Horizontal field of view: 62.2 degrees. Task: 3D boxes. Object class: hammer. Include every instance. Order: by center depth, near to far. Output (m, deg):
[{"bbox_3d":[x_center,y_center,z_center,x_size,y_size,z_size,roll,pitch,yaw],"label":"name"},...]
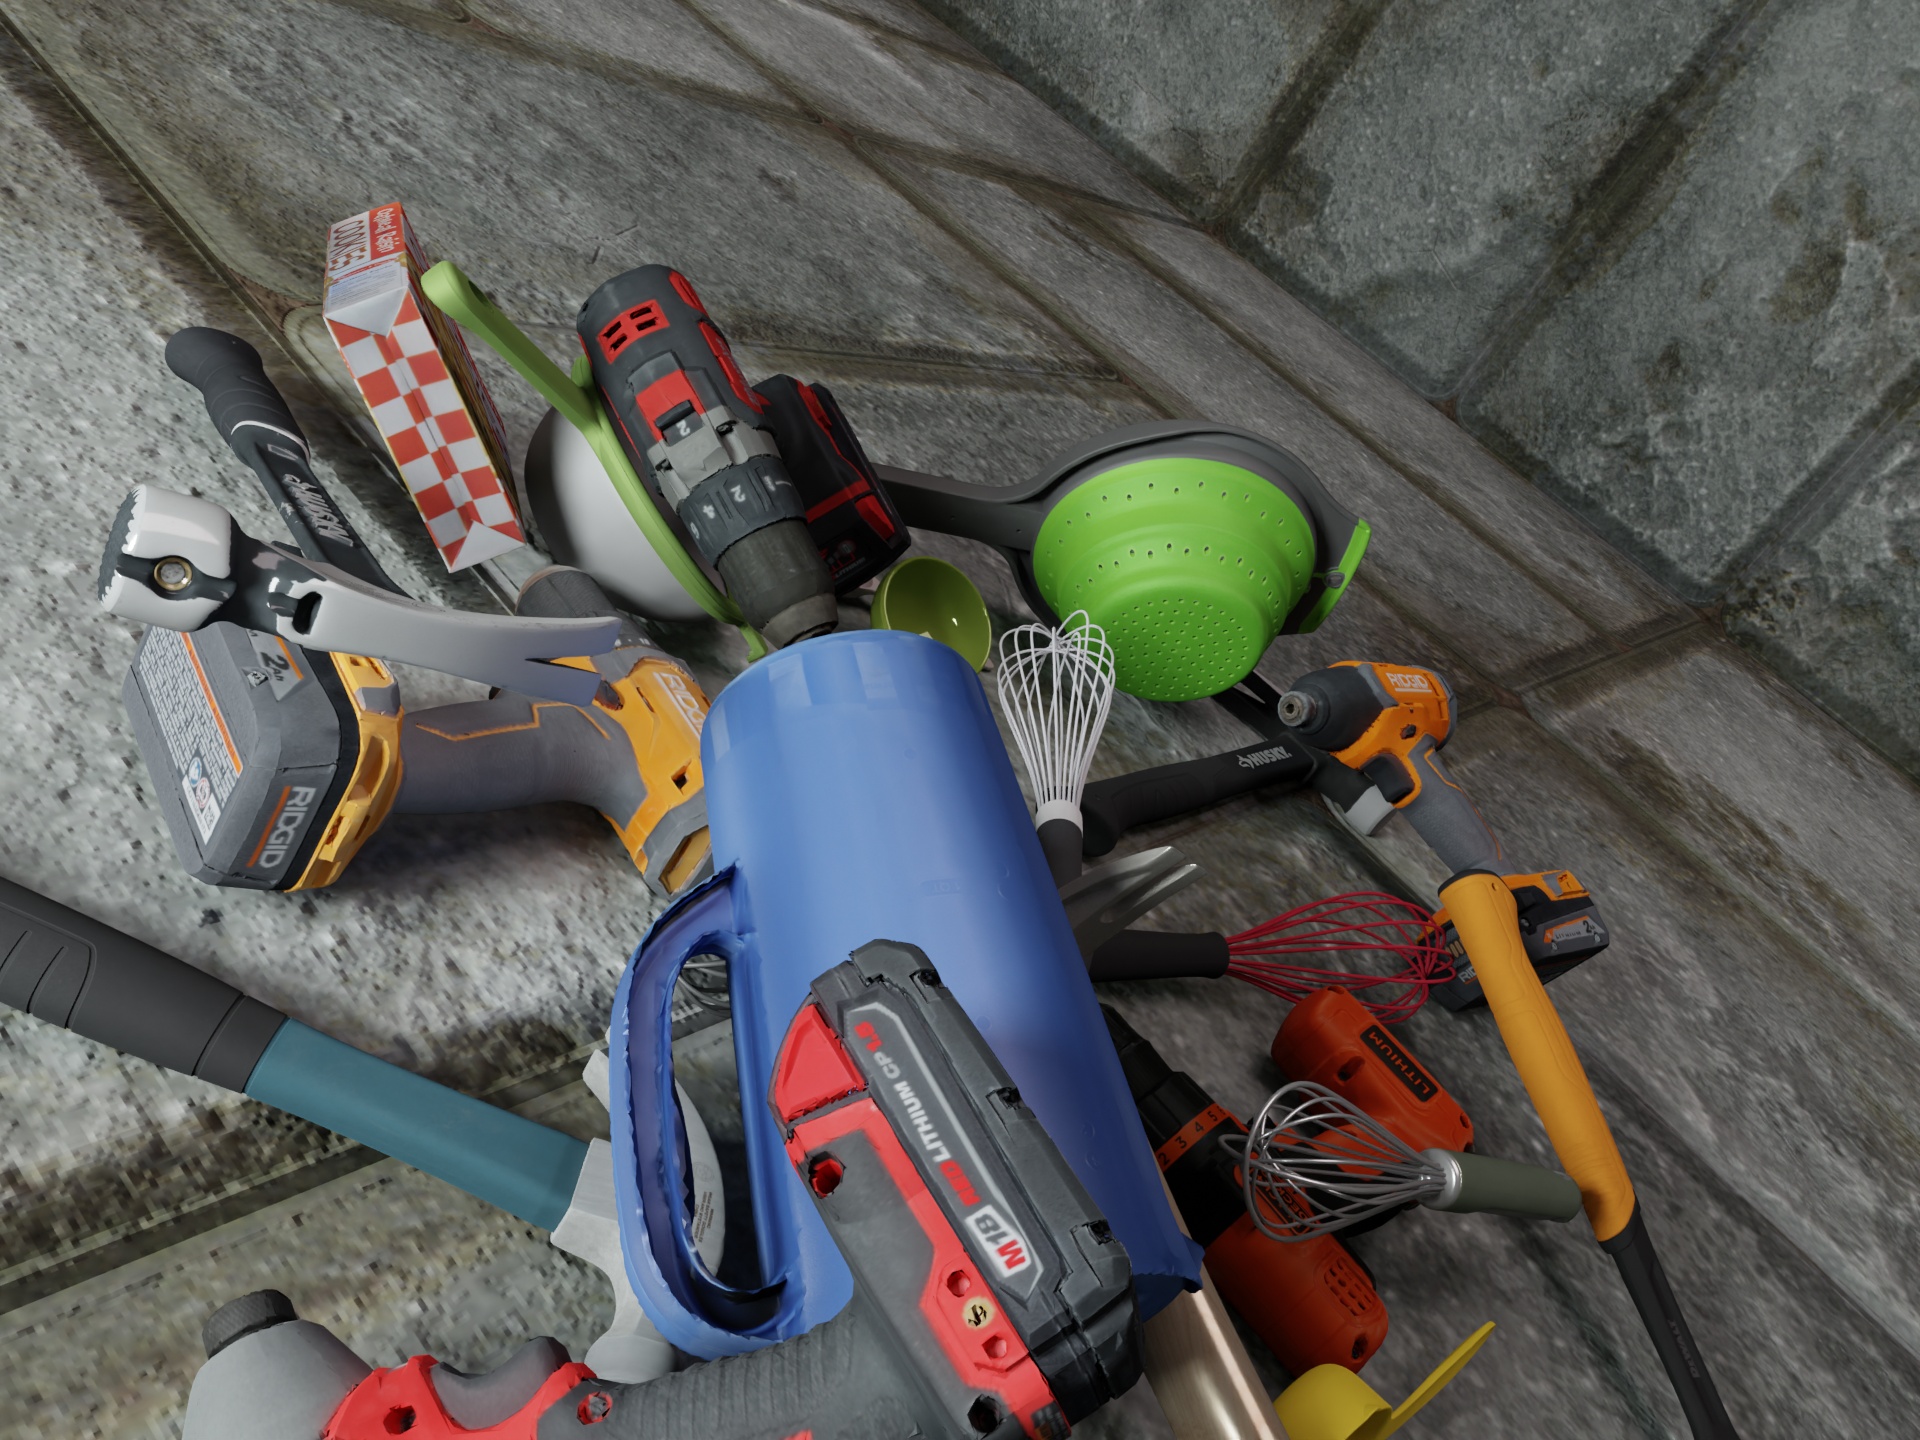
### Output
[{"bbox_3d":[-0.221,0.095,0.476,0.331,0.033,0.128,28,29,-11],"label":"hammer"},{"bbox_3d":[0.097,0.231,0.511,0.038,0.146,0.411,33,24,-49],"label":"hammer"},{"bbox_3d":[-0.255,-0.098,0.607,0.149,0.036,0.409,16,13,-36],"label":"hammer"},{"bbox_3d":[0.302,0.218,0.768,0.127,0.034,0.337,14,46,-33],"label":"hammer"},{"bbox_3d":[0.149,0.032,0.976,0.146,0.035,0.334,47,30,23],"label":"hammer"}]

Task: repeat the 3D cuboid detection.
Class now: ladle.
[{"bbox_3d":[-0.001,-0.003,0.789,0.078,0.062,0.320,40,14,-22],"label":"ladle"}]

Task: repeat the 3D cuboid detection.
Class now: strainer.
[{"bbox_3d":[-0.186,-0.118,0.742,0.152,0.069,0.256,63,8,28],"label":"strainer"}]

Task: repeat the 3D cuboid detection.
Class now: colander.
[{"bbox_3d":[0.051,-0.093,0.970,0.397,0.204,0.095,11,51,-6],"label":"colander"}]

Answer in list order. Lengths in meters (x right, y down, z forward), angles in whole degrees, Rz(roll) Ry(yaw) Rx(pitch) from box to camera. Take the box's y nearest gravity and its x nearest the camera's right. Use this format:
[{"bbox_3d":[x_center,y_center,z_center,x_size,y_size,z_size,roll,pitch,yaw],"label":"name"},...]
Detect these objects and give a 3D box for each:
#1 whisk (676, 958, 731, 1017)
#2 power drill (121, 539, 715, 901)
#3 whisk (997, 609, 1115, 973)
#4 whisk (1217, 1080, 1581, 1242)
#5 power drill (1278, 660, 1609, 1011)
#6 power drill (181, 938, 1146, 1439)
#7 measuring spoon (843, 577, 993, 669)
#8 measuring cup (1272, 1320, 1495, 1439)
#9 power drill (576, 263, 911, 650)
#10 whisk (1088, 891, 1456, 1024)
[{"bbox_3d":[-0.038,0.086,0.676,0.238,0.055,0.055,-1,43,-53],"label":"whisk"},{"bbox_3d":[-0.196,-0.010,0.627,0.226,0.084,0.186,7,35,-47],"label":"power drill"},{"bbox_3d":[0.048,0.033,0.795,0.070,0.070,0.285,26,33,-15],"label":"whisk"},{"bbox_3d":[0.189,0.187,0.649,0.246,0.059,0.058,20,-13,-40],"label":"whisk"},{"bbox_3d":[0.287,0.061,0.986,0.164,0.084,0.227,1,54,-45],"label":"power drill"},{"bbox_3d":[-0.076,0.156,0.379,0.143,0.219,0.078,52,-13,31],"label":"power drill"},{"bbox_3d":[-0.033,-0.060,0.954,0.124,0.018,0.034,33,26,-17],"label":"measuring spoon"},{"bbox_3d":[0.158,0.252,0.602,0.156,0.062,0.029,-7,37,-47],"label":"measuring cup"},{"bbox_3d":[-0.094,-0.112,0.796,0.188,0.080,0.226,61,8,9],"label":"power drill"},{"bbox_3d":[0.144,0.119,0.806,0.295,0.073,0.073,6,38,-32],"label":"whisk"}]
